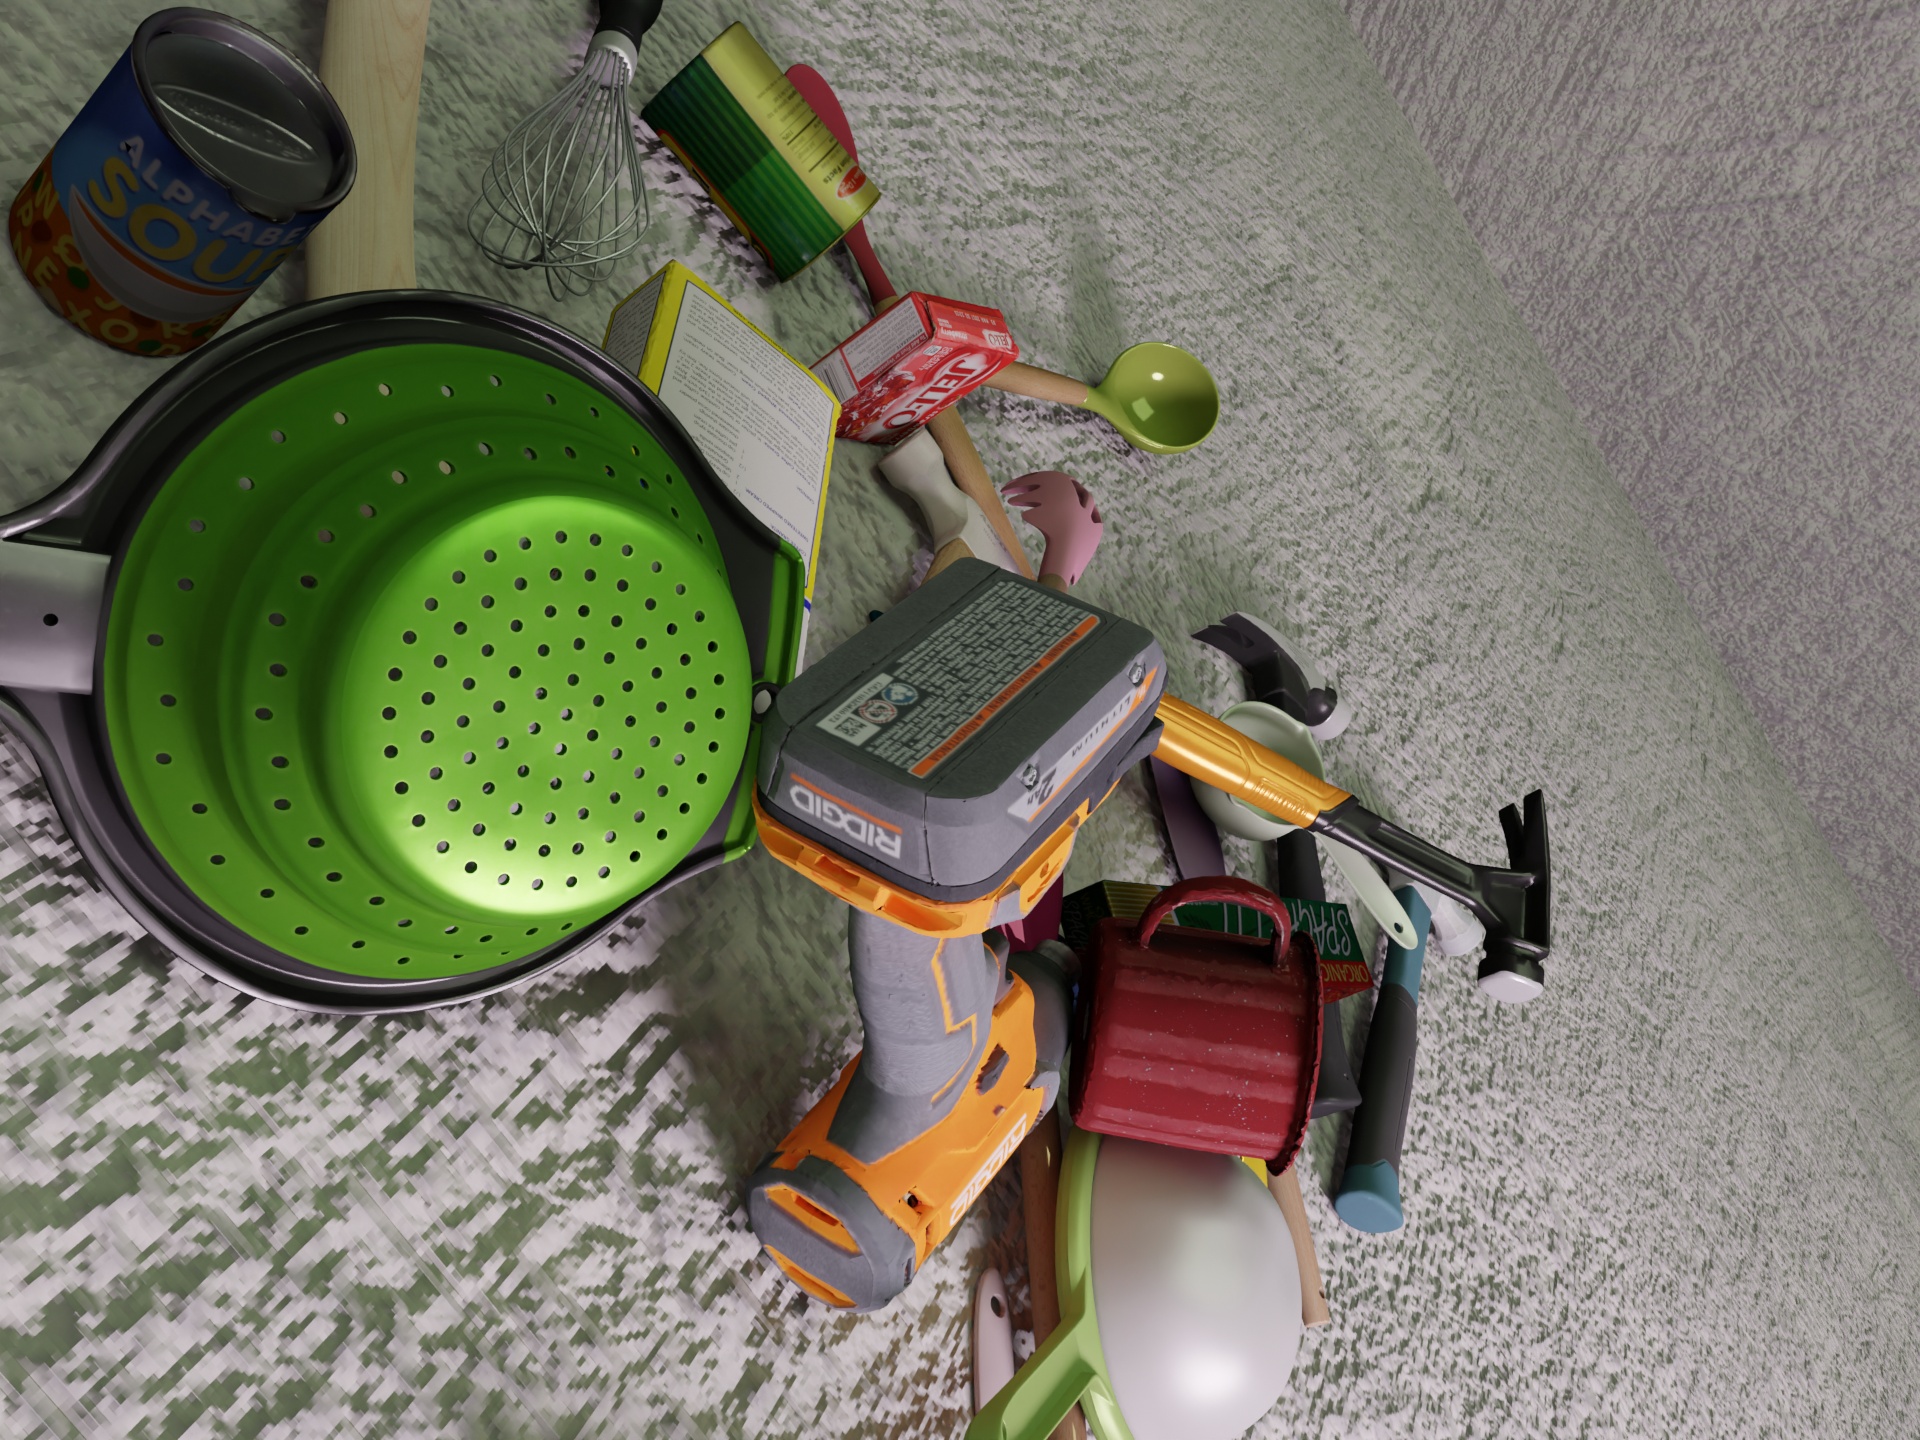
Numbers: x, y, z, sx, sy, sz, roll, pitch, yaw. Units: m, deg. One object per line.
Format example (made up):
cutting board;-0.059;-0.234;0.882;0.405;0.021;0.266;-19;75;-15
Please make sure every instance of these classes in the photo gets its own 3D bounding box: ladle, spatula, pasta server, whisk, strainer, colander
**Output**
ladle;-0.027;-0.200;0.849;0.069;0.031;0.315;-24;88;-57
spatula;0.146;0.152;0.834;0.059;0.018;0.316;23;48;-48
ladle;0.066;-0.201;0.931;0.320;0.062;0.078;-7;72;-59
pasta server;0.032;-0.045;0.724;0.060;0.040;0.316;50;26;-18
whisk;-0.157;-0.275;0.698;0.070;0.070;0.285;38;35;-33
strainer;0.076;0.218;0.581;0.256;0.069;0.151;2;76;-68
colander;-0.186;-0.017;0.367;0.396;0.095;0.204;7;95;-39

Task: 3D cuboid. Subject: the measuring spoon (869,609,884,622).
measuring spoon;-0.001;-0.002;0.752;0.128;0.021;0.042;43;26;-11

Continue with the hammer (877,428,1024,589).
hammer;-0.017;-0.029;0.671;0.130;0.031;0.331;53;22;-13

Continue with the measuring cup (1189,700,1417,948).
measuring cup;0.192;0.066;0.891;0.167;0.038;0.083;51;52;1

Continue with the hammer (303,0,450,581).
hammer;-0.223;-0.236;0.575;0.146;0.038;0.411;6;64;-27

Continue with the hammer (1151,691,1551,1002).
hammer;0.181;0.033;0.855;0.336;0.034;0.127;26;55;-16

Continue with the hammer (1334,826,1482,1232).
hammer;0.265;0.180;0.965;0.128;0.033;0.331;53;33;-15

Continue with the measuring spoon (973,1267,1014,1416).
measuring spoon;0.018;0.260;0.575;0.034;0.018;0.124;32;42;-38

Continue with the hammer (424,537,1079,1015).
hammer;-0.027;0.048;0.653;0.405;0.035;0.144;40;38;-30

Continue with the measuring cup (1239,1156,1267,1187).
measuring cup;0.123;0.200;0.729;0.062;0.029;0.156;-17;109;-42

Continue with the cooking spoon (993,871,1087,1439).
cooking spoon;0.032;0.164;0.623;0.068;0.017;0.319;16;63;-45

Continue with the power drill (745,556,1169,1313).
power drill;0.002;0.067;0.517;0.084;0.226;0.164;25;41;23

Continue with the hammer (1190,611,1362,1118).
hammer;0.198;0.079;0.946;0.146;0.035;0.335;38;40;-34
